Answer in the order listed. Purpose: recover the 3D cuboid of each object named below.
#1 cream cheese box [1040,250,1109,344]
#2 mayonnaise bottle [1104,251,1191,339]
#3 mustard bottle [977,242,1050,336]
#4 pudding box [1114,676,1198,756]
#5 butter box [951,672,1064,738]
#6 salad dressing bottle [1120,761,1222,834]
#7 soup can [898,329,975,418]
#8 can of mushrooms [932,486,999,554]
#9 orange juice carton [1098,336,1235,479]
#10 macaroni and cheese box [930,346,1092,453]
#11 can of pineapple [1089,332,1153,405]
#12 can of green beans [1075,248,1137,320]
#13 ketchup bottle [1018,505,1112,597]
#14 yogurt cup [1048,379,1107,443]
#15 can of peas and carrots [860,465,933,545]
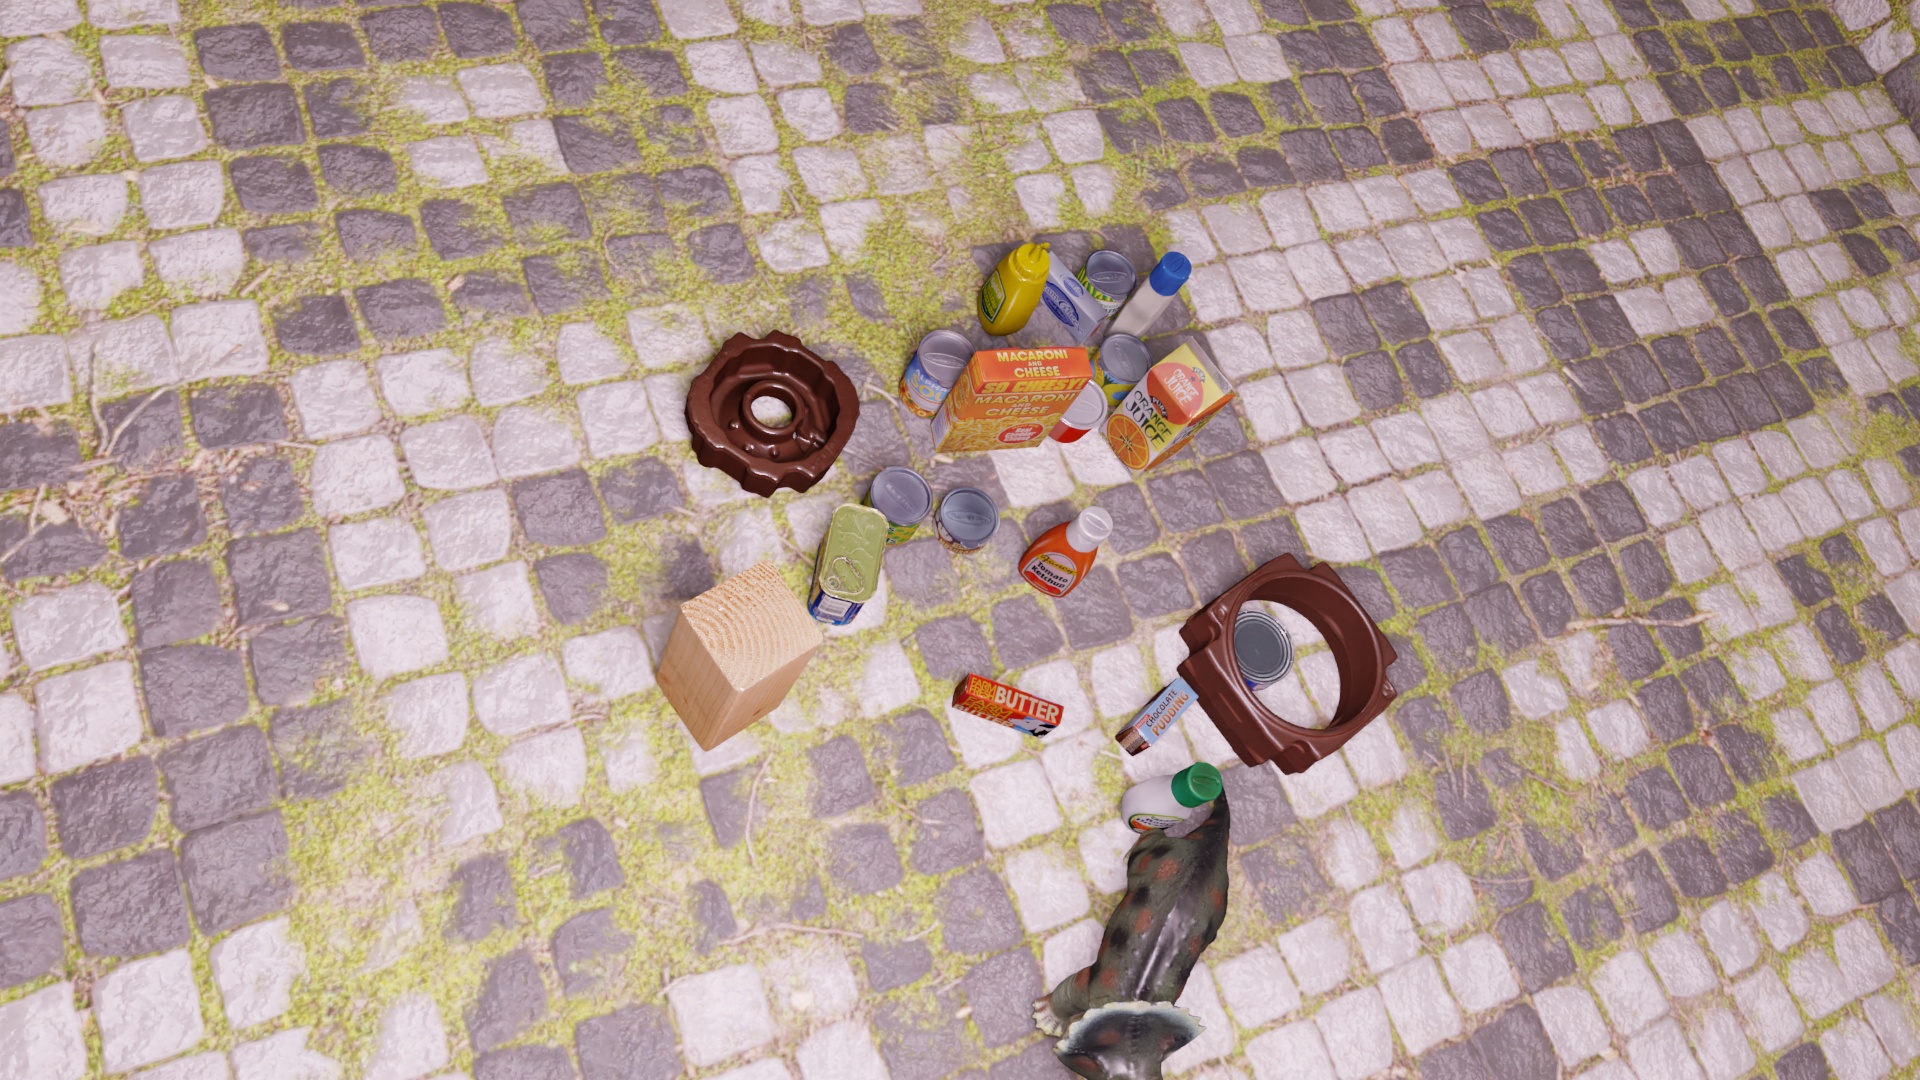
[{"bbox_3d":[0.122,-0.281,1.613,0.024,0.053,0.104,-37,82,-28],"label":"cream cheese box"},{"bbox_3d":[0.217,-0.276,1.588,0.041,0.147,0.065,41,61,2],"label":"mayonnaise bottle"},{"bbox_3d":[0.064,-0.286,1.534,0.049,0.159,0.065,-9,71,-22],"label":"mustard bottle"},{"bbox_3d":[0.203,0.182,1.435,0.030,0.049,0.084,47,61,5],"label":"pudding box"},{"bbox_3d":[0.046,0.166,1.387,0.103,0.053,0.024,21,62,-9],"label":"butter box"},{"bbox_3d":[0.205,0.250,1.350,0.064,0.147,0.044,12,64,-14],"label":"salad dressing bottle"},{"bbox_3d":[-0.026,-0.176,1.498,0.071,0.083,0.071,7,65,-16],"label":"soup can"},{"bbox_3d":[0.005,-0.018,1.467,0.071,0.033,0.071,7,65,-16],"label":"can of mushrooms"},{"bbox_3d":[0.230,-0.147,1.510,0.073,0.191,0.072,-29,79,-27],"label":"orange juice carton"},{"bbox_3d":[0.050,-0.147,1.464,0.124,0.165,0.040,-5,69,-21],"label":"macaroni and cheese box"},{"bbox_3d":[0.178,-0.195,1.591,0.071,0.057,0.071,7,65,-16],"label":"can of pineapple"},{"bbox_3d":[0.167,-0.299,1.634,0.071,0.057,0.071,7,65,-16],"label":"can of green beans"},{"bbox_3d":[0.112,0.009,1.425,0.065,0.148,0.044,32,61,-3],"label":"ketchup bottle"},{"bbox_3d":[0.123,-0.144,1.552,0.072,0.053,0.072,7,65,-16],"label":"yogurt cup"},{"bbox_3d":[-0.069,-0.034,1.434,0.071,0.058,0.071,7,65,-16],"label":"can of peas and carrots"}]
